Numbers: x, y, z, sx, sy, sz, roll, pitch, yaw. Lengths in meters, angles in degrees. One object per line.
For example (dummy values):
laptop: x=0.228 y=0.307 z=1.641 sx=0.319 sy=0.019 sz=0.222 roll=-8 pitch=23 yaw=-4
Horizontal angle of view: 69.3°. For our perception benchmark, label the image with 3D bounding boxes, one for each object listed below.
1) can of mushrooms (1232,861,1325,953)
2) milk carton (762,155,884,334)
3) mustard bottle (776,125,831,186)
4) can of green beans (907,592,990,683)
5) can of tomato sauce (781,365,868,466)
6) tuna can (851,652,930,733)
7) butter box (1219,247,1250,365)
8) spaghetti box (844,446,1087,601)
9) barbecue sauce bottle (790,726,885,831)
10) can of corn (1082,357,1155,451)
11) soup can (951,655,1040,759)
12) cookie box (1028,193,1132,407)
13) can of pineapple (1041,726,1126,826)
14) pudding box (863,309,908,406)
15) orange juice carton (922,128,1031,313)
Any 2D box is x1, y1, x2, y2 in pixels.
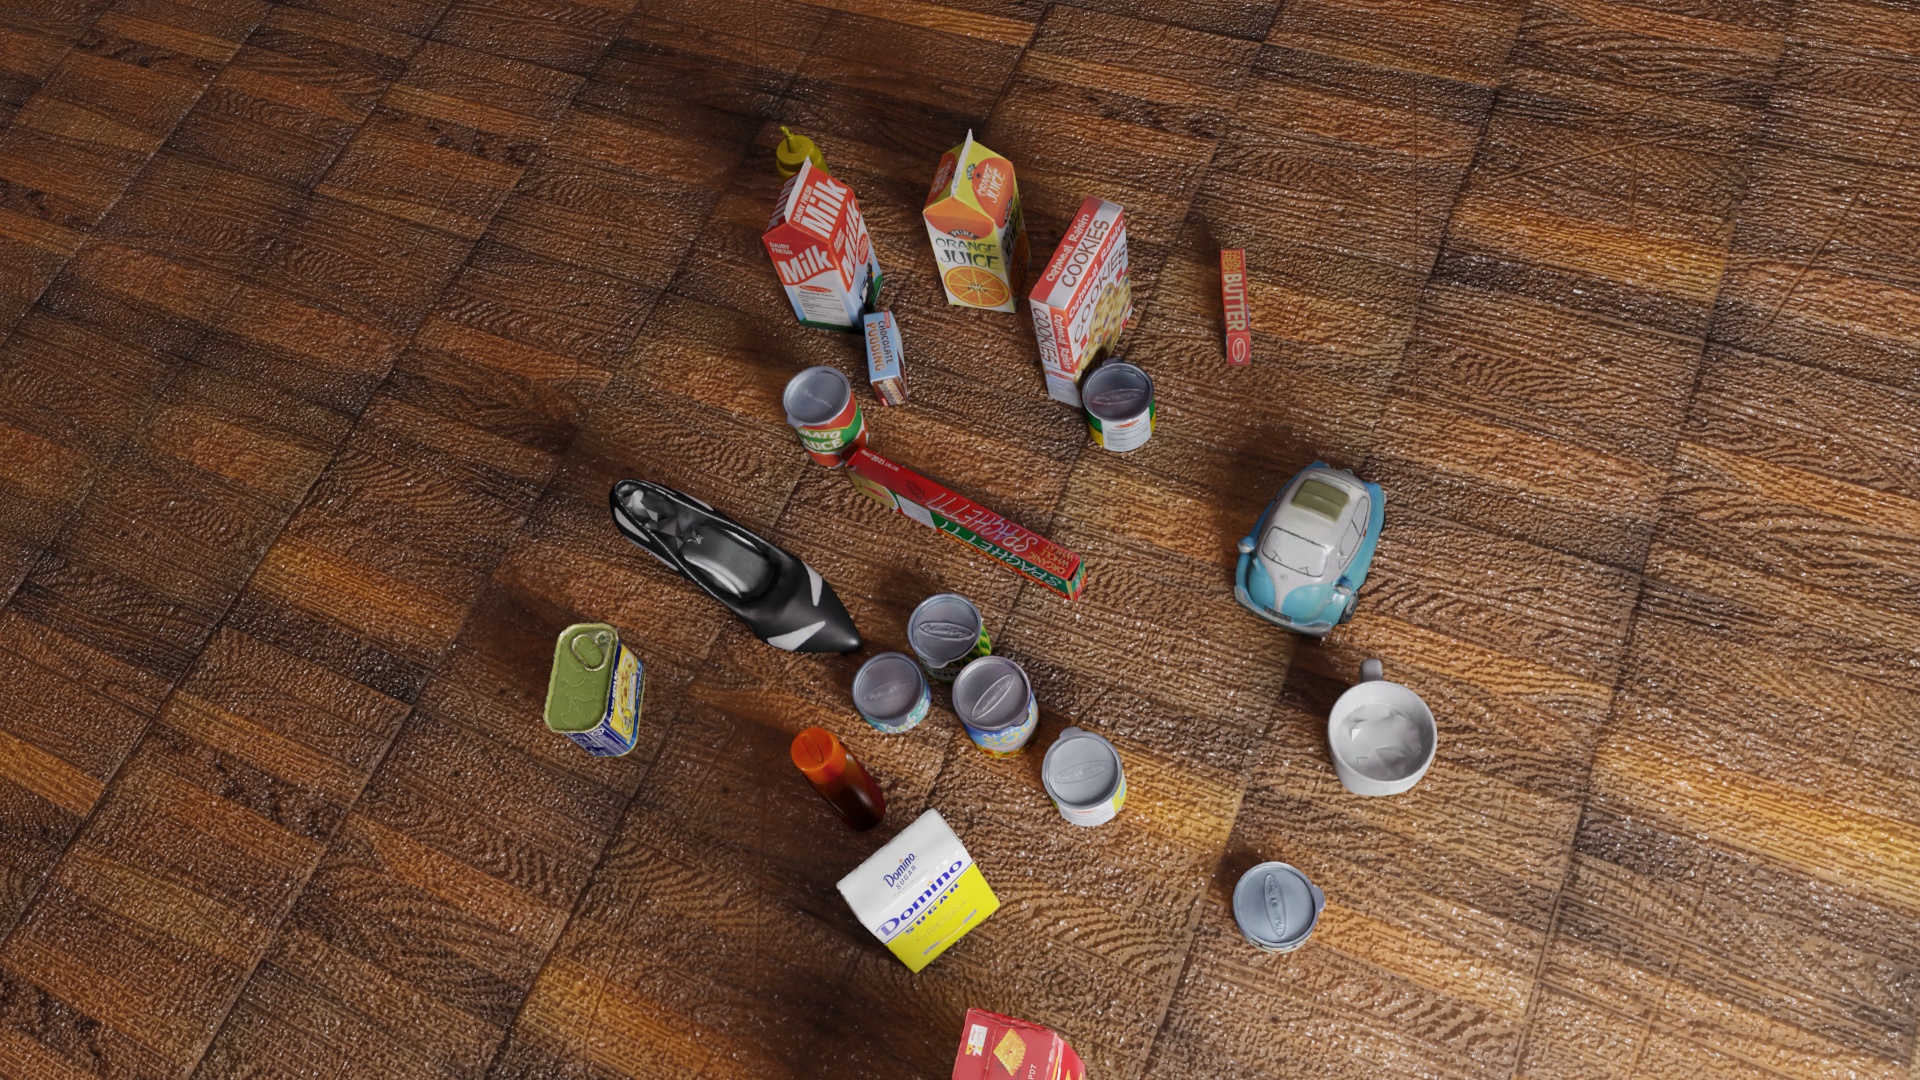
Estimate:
can of mushrooms: x=0.251 y=0.290 z=1.096 sx=0.071 sy=0.033 sz=0.071 roll=-4 pitch=63 yaw=8
milk carton: x=-0.137 y=-0.288 z=1.368 sx=0.073 sy=0.189 sz=0.072 roll=10 pitch=66 yaw=15
mustard bottle: x=-0.157 y=-0.368 z=1.428 sx=0.049 sy=0.159 sz=0.065 roll=-11 pitch=63 yaw=5
can of green beans: x=-0.009 y=0.087 z=1.231 sx=0.071 sy=0.057 sz=0.071 roll=-4 pitch=63 yaw=8
can of tomato sauce: x=-0.130 y=-0.117 z=1.341 sx=0.071 sy=0.082 sz=0.071 roll=-4 pitch=63 yaw=8
tuna can: x=-0.060 y=0.137 z=1.230 sx=0.071 sy=0.032 sz=0.071 roll=-4 pitch=63 yaw=8
butter box: x=0.265 y=-0.226 z=1.341 sx=0.024 sy=0.053 sz=0.104 roll=-3 pitch=63 yaw=9
spaghetti box: x=0.005 y=-0.016 z=1.285 sx=0.250 sy=0.050 sz=0.029 roll=27 pitch=72 yaw=21
barbecue sauce bottle: x=-0.102 y=0.193 z=1.144 sx=0.044 sy=0.148 sz=0.065 roll=-35 pitch=63 yaw=-8
can of corn: x=0.150 y=-0.128 z=1.310 sx=0.071 sy=0.058 sz=0.071 roll=-4 pitch=63 yaw=8
soup can: x=0.034 y=0.145 z=1.180 sx=0.071 sy=0.083 sz=0.071 roll=-4 pitch=63 yaw=8
cookie box: x=0.115 y=-0.221 z=1.301 sx=0.040 sy=0.166 sz=0.123 roll=21 pitch=70 yaw=19
can of pineapple: x=0.104 y=0.197 z=1.156 sx=0.071 sy=0.057 sz=0.071 roll=-4 pitch=63 yaw=8
pudding box: x=-0.074 y=-0.181 z=1.382 sx=0.030 sy=0.049 sz=0.084 roll=-11 pitch=63 yaw=5
orange juice carton: x=0.016 y=-0.308 z=1.348 sx=0.073 sy=0.192 sz=0.072 roll=10 pitch=67 yaw=15
